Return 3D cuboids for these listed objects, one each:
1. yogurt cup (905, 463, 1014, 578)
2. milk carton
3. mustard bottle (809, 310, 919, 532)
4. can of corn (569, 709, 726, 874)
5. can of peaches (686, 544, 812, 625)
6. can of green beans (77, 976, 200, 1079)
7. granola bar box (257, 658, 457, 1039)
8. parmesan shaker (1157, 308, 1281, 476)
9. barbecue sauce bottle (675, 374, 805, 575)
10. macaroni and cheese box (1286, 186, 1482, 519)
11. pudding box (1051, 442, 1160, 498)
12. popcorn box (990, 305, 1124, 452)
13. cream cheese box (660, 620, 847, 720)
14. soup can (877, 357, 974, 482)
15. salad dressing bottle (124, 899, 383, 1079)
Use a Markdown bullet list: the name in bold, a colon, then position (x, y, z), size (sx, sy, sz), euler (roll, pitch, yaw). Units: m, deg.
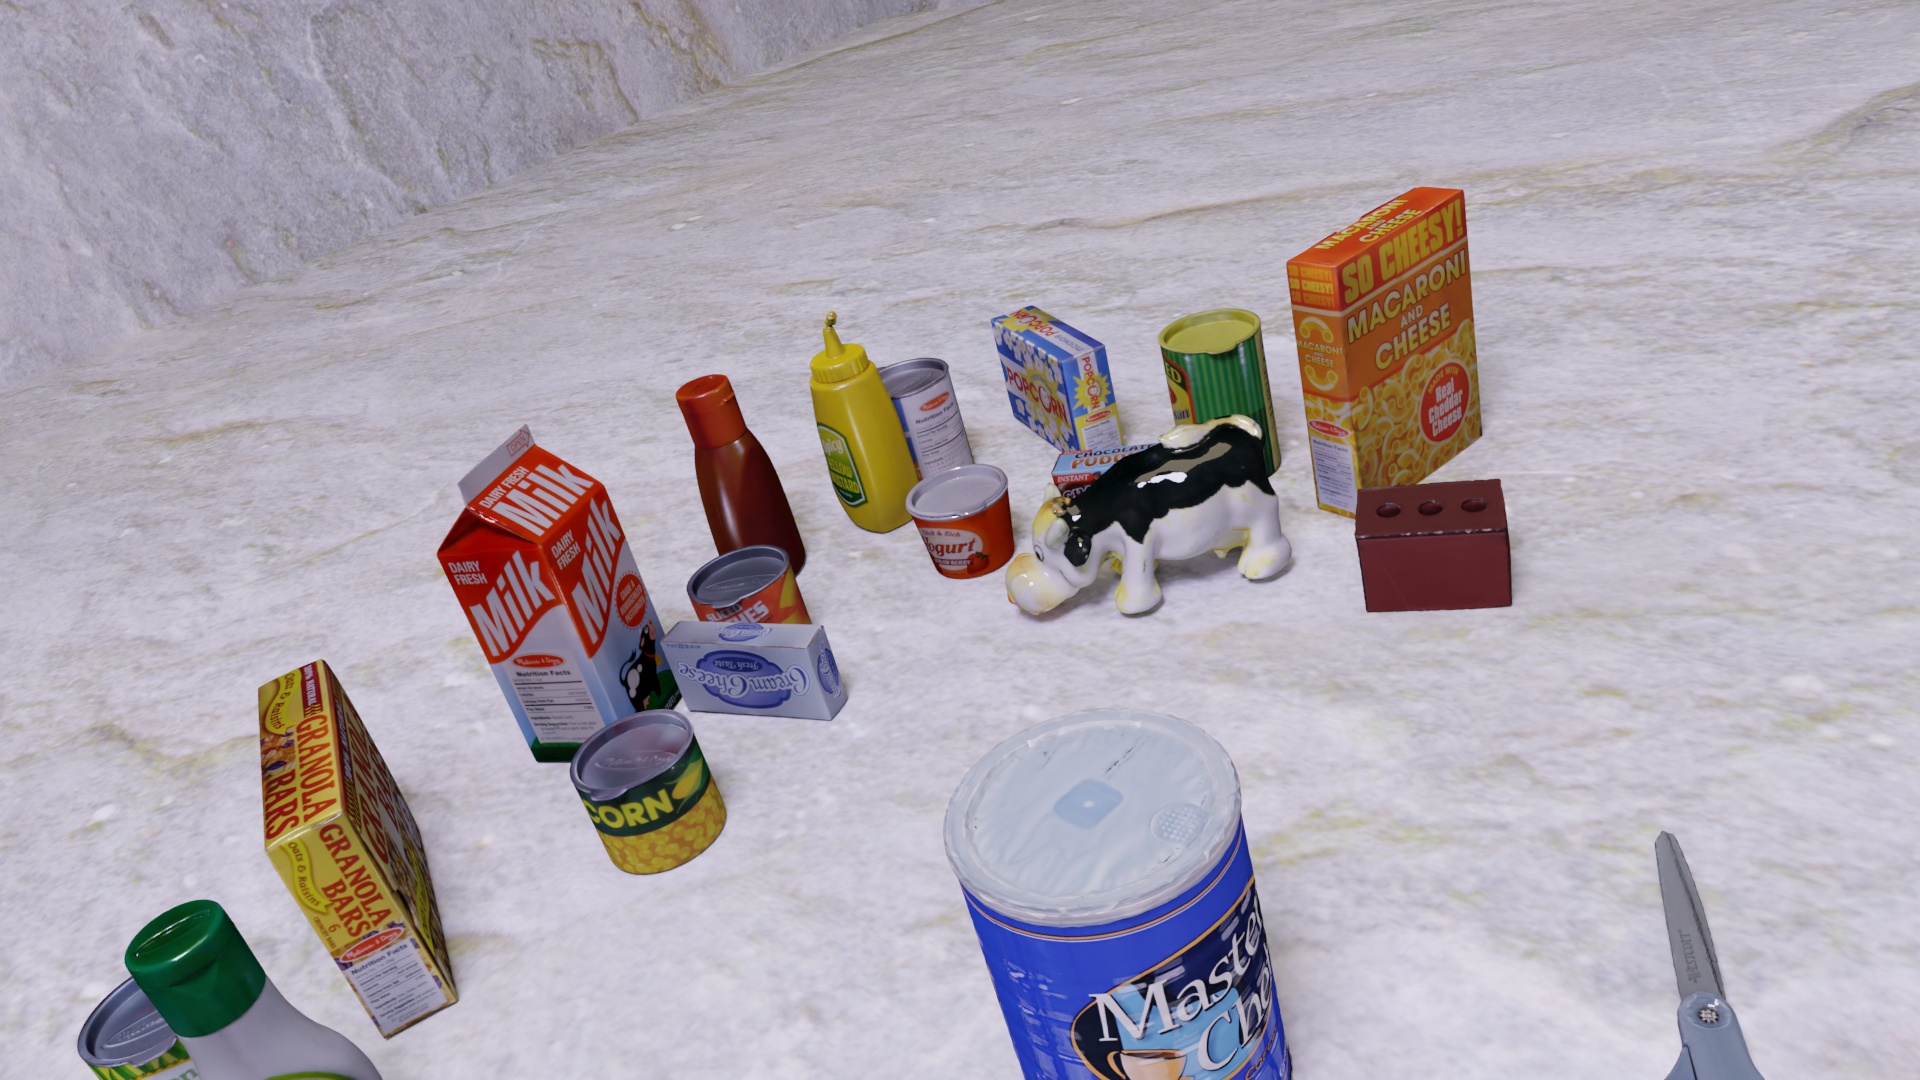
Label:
- **yogurt cup**: position (0.003, -0.011, 0.906), size (0.072, 0.053, 0.073), euler (-12, 28, 7)
- **milk carton**: position (-0.234, 0.032, 0.803), size (0.073, 0.189, 0.073), euler (-4, 30, 21)
- **mustard bottle**: position (-0.073, -0.084, 0.962), size (0.049, 0.159, 0.065), euler (-31, 32, -27)
- **can of corn**: position (-0.163, 0.133, 0.726), size (0.071, 0.058, 0.071), euler (-12, 28, 7)
- **can of peaches**: position (-0.131, 0.045, 0.867), size (0.071, 0.057, 0.071), euler (-12, 28, 7)
- **can of green beans**: position (-0.359, 0.235, 0.643), size (0.071, 0.057, 0.071), euler (-12, 28, 7)
- **granola bar box**: position (-0.306, 0.149, 0.700), size (0.039, 0.123, 0.166), euler (-25, 30, -17)
- **parmesan shaker**: position (0.172, -0.091, 0.913), size (0.071, 0.102, 0.071), euler (-12, 28, 7)
- **barbecue sauce bottle**: position (-0.149, -0.038, 0.929), size (0.043, 0.148, 0.065), euler (0, 32, 27)
- **macaroni and cheese box**: position (0.259, -0.114, 0.843), size (0.124, 0.165, 0.040), euler (-32, 32, -27)
- **pudding box**: position (0.106, -0.035, 0.901), size (0.083, 0.049, 0.030), euler (-4, 30, 20)
- **popcorn box**: position (0.071, -0.116, 1.027), size (0.038, 0.085, 0.127), euler (-23, 29, -13)
- **cream cheese box**: position (-0.121, 0.075, 0.813), size (0.104, 0.053, 0.024), euler (0, 32, 26)
- **soup can**: position (-0.032, -0.084, 1.021), size (0.071, 0.083, 0.072), euler (-12, 28, 7)
- **salad dressing bottle**: position (-0.278, 0.209, 0.555), size (0.064, 0.147, 0.044), euler (-31, 31, -26)
